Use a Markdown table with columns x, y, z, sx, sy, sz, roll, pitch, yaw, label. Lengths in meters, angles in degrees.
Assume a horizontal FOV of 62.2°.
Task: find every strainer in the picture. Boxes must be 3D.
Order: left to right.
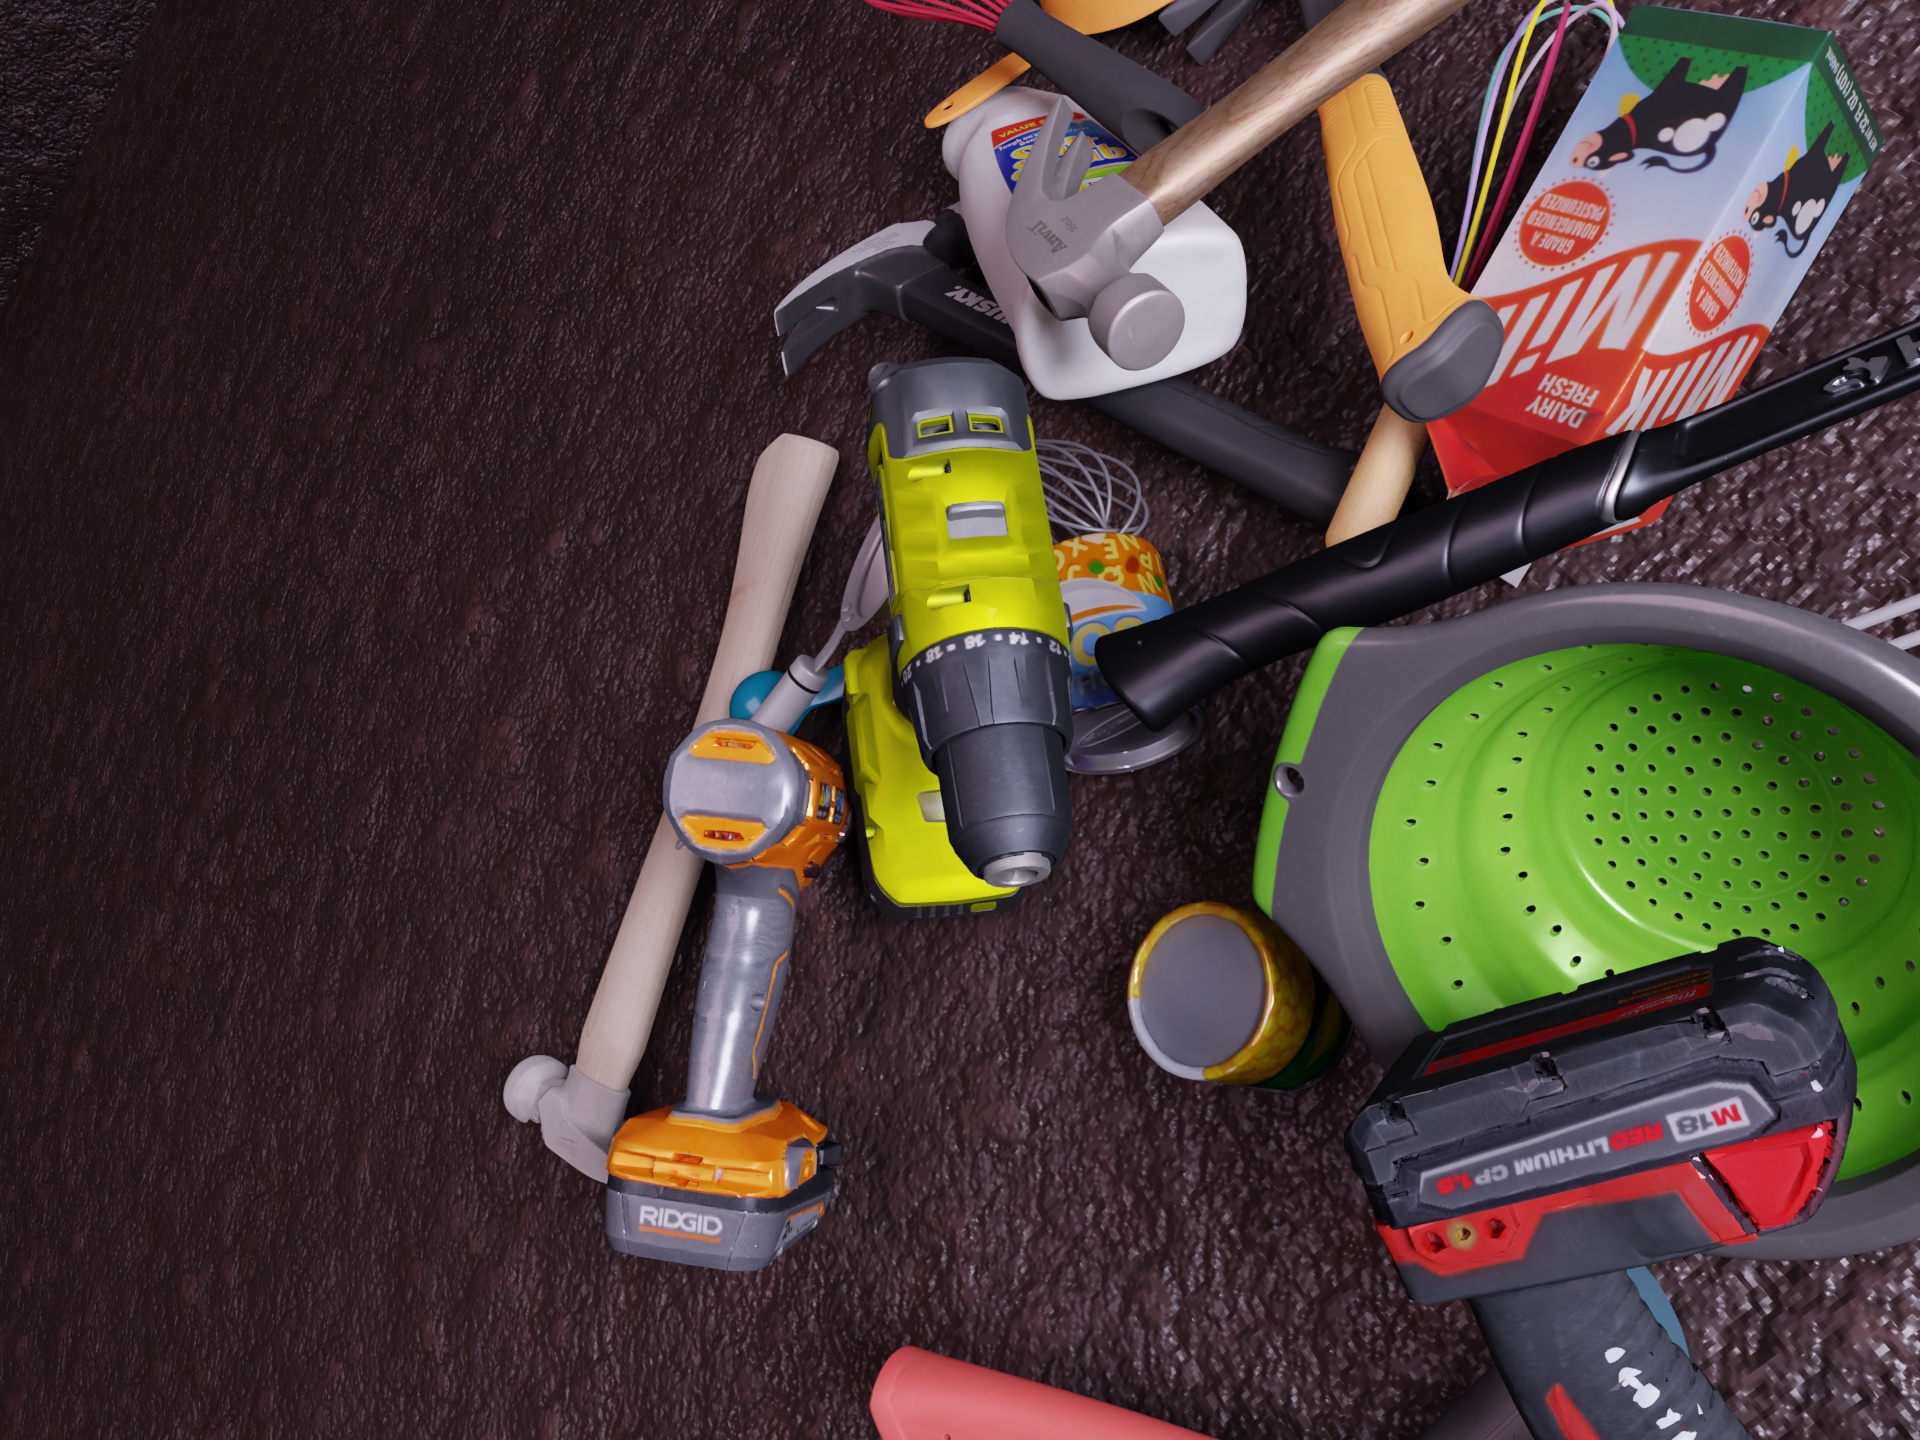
| x | y | z | sx | sy | sz | roll | pitch | yaw | label |
| --- | --- | --- | --- | --- | --- | --- | --- | --- | --- |
| -0.068 | -0.028 | 0.775 | 0.258 | 0.050 | 0.087 | -50 | 23 | 20 | strainer |

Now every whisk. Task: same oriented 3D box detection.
| x | y | z | sx | sy | sz | roll | pitch | yaw | label |
| --- | --- | --- | --- | --- | --- | --- | --- | --- | --- |
| 0.012 | -0.329 | 0.729 | 0.296 | 0.073 | 0.073 | 45 | 108 | 25 | whisk |
| 0.014 | -0.134 | 0.777 | 0.055 | 0.055 | 0.239 | -59 | 42 | 11 | whisk |
| 0.192 | -0.172 | 0.599 | 0.051 | 0.047 | 0.245 | 23 | 84 | 26 | whisk |

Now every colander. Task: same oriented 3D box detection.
| x | y | z | sx | sy | sz | roll | pitch | yaw | label |
| --- | --- | --- | --- | --- | --- | --- | --- | --- | --- |
| 0.279 | 0.077 | 0.429 | 0.397 | 0.094 | 0.204 | 26 | 126 | 27 | colander |

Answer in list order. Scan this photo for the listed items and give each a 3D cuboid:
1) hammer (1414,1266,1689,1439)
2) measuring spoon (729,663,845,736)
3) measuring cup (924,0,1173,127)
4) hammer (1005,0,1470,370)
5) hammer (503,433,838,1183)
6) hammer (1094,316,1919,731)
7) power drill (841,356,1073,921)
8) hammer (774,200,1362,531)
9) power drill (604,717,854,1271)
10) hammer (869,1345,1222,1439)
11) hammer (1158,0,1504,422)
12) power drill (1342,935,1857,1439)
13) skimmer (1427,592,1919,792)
| x | y | z | sx | sy | sz | roll | pitch | yaw | label |
| --- | --- | --- | --- | --- | --- | --- | --- | --- | --- |
| 0.121 | 0.303 | 0.537 | 0.331 | 0.033 | 0.128 | -53 | 49 | 16 | hammer |
| -0.066 | -0.021 | 0.807 | 0.128 | 0.021 | 0.042 | -20 | 69 | 20 | measuring spoon |
| 0.041 | -0.359 | 0.775 | 0.173 | 0.052 | 0.095 | -40 | 45 | -7 | measuring cup |
| 0.157 | -0.263 | 0.589 | 0.331 | 0.031 | 0.130 | -37 | 47 | 2 | hammer |
| -0.137 | 0.044 | 0.864 | 0.146 | 0.038 | 0.410 | 15 | 86 | 43 | hammer |
| 0.215 | -0.085 | 0.468 | 0.409 | 0.036 | 0.149 | -23 | 44 | 30 | hammer |
| -0.001 | -0.002 | 0.628 | 0.228 | 0.080 | 0.191 | 102 | 162 | -65 | power drill |
| 0.055 | -0.154 | 0.715 | 0.146 | 0.035 | 0.335 | -33 | 48 | -25 | hammer |
| -0.092 | 0.119 | 0.732 | 0.084 | 0.164 | 0.226 | 5 | 85 | 10 | power drill |
| 0.129 | 0.248 | 0.493 | 0.359 | 0.036 | 0.149 | 4 | 84 | 32 | hammer |
| 0.151 | -0.234 | 0.632 | 0.127 | 0.034 | 0.337 | -31 | 41 | 32 | hammer |
| 0.210 | 0.171 | 0.376 | 0.188 | 0.080 | 0.227 | -24 | 84 | 26 | power drill |
| 0.306 | -0.027 | 0.479 | 0.363 | 0.090 | 0.127 | -28 | 63 | 46 | skimmer |
